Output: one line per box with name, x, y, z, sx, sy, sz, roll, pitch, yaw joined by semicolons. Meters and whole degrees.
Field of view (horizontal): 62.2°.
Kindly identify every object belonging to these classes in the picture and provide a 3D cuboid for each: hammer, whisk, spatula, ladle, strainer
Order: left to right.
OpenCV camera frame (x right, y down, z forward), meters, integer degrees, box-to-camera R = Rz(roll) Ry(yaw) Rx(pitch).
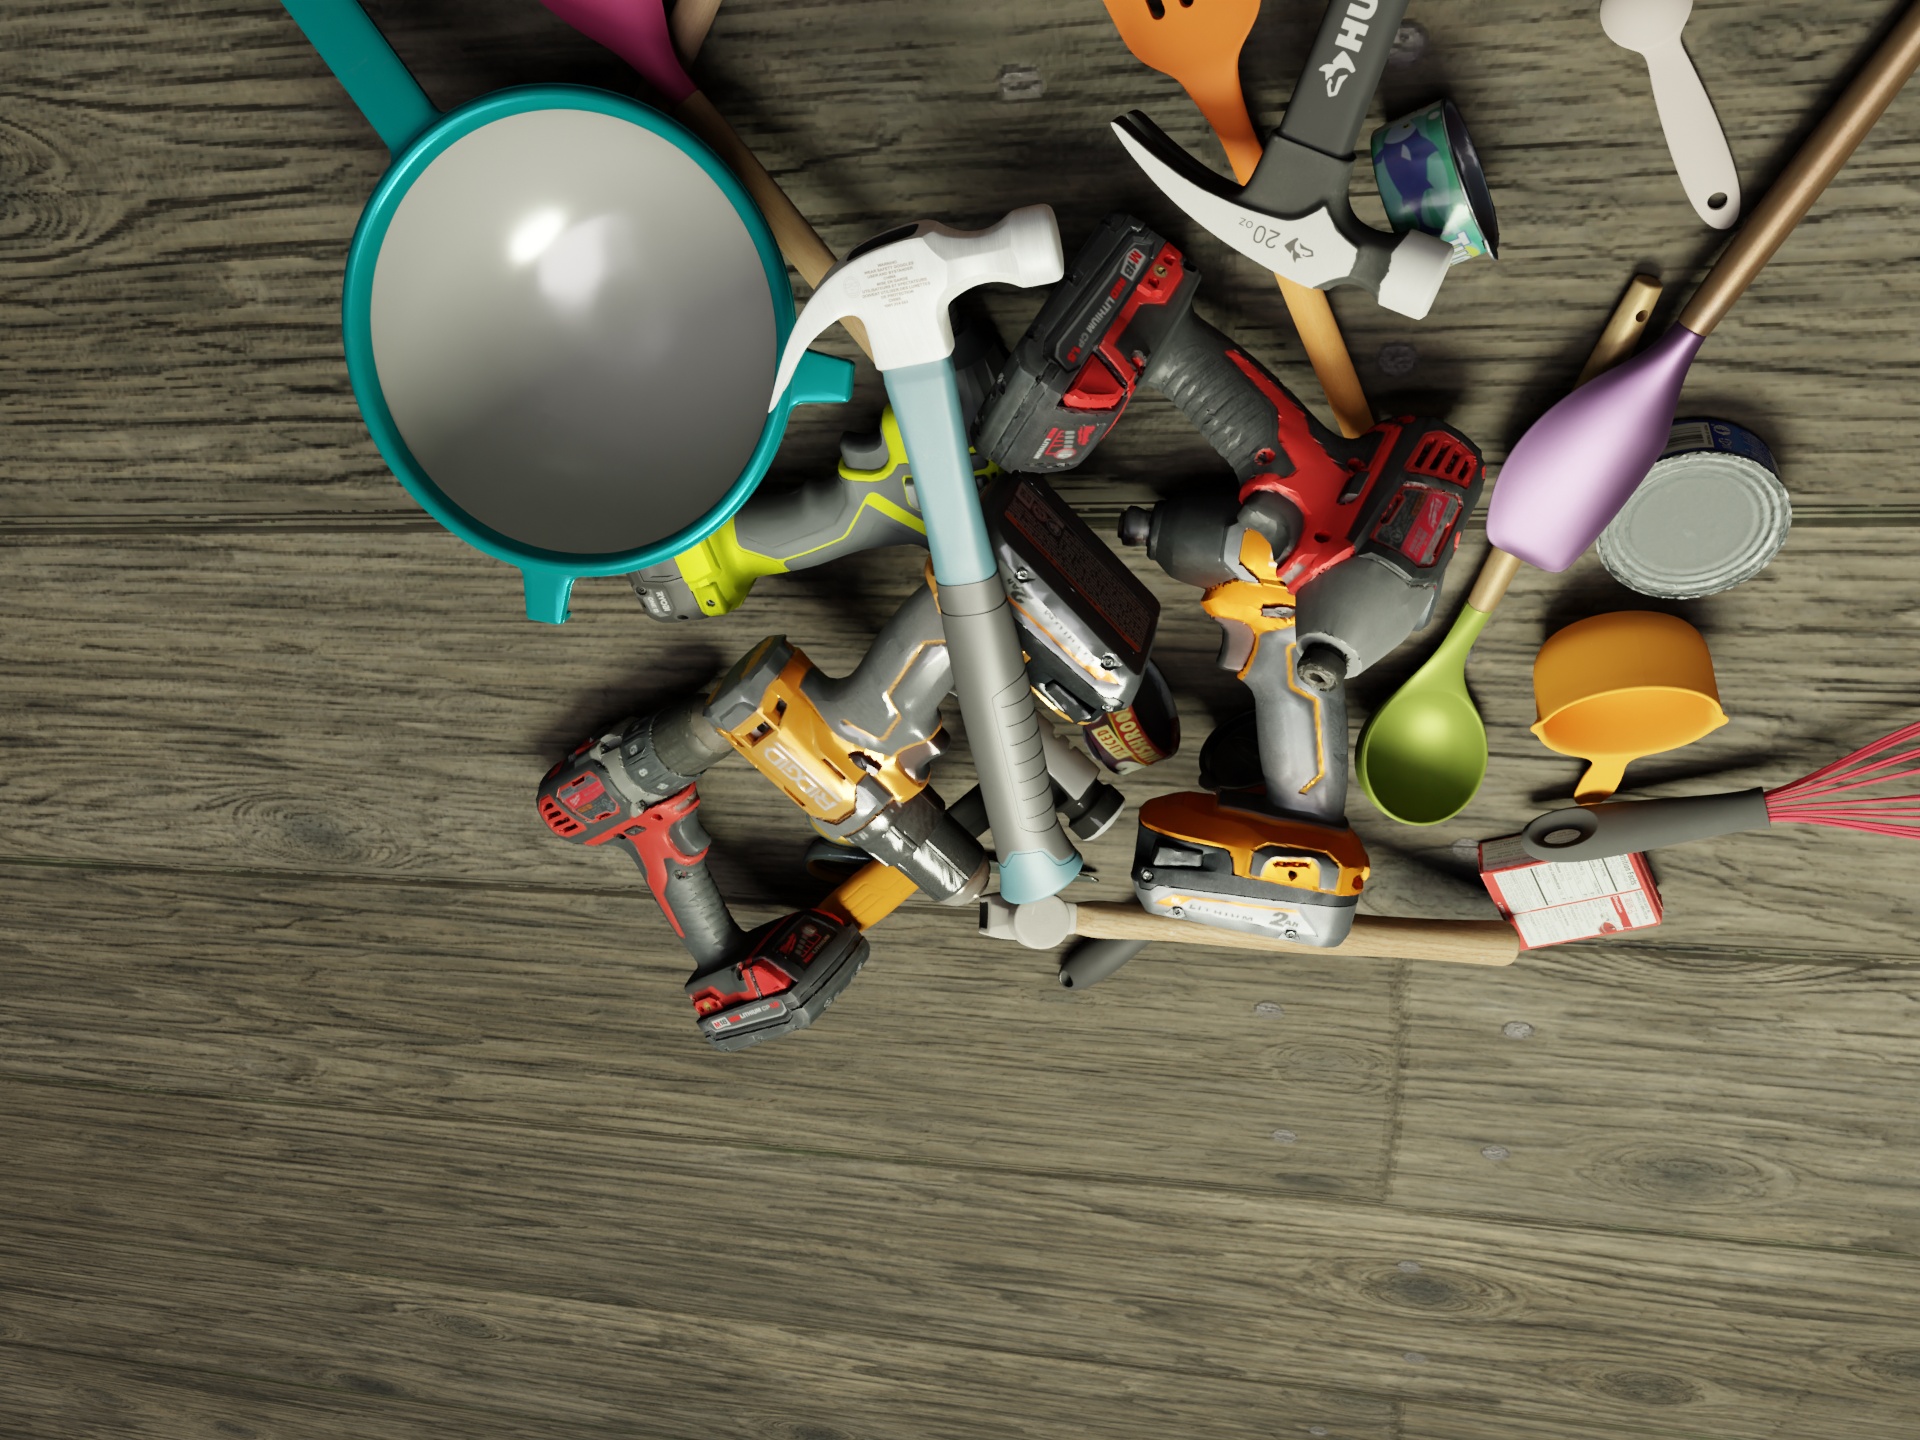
strainer;-0.204;-0.229;0.731;0.211;0.095;0.340;-35;95;17
hammer;-0.034;0.082;1.001;0.127;0.034;0.336;44;140;-2
hammer;0.007;-0.053;0.704;0.128;0.033;0.330;-6;122;12
whisk;0.129;0.124;1.038;0.055;0.055;0.239;29;138;-13
hammer;0.171;0.121;0.927;0.331;0.031;0.130;5;175;-14
spatula;0.142;-0.228;0.713;0.081;0.041;0.322;-13;132;27
hammer;0.166;-0.323;0.566;0.146;0.035;0.334;25;125;10
ladle;0.278;-0.071;0.802;0.078;0.062;0.320;1;134;-15
spatula;0.326;-0.191;0.678;0.060;0.018;0.315;26;128;-3
whisk;0.455;0.043;0.856;0.296;0.073;0.073;-12;129;27

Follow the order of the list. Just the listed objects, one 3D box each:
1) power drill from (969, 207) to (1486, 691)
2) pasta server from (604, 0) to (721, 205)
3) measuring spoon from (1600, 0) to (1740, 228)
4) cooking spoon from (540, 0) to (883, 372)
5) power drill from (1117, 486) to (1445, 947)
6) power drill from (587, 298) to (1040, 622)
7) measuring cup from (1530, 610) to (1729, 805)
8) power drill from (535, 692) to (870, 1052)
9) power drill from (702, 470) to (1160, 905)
power drill;0.123;-0.116;0.722;0.219;0.143;0.078;33;156;-3
pasta server;-0.111;-0.319;0.684;0.060;0.040;0.316;37;133;-6
measuring spoon;0.296;-0.250;0.651;0.034;0.018;0.124;-20;126;30
cooking spoon;-0.105;-0.255;0.709;0.069;0.017;0.318;-25;113;42
power drill;0.150;-0.010;0.828;0.164;0.084;0.226;11;104;9
power drill;-0.072;-0.131;0.829;0.223;0.080;0.171;-5;131;15
measuring cup;0.350;-0.004;0.859;0.095;0.052;0.173;-3;157;11
power drill;-0.157;0.092;1.025;0.188;0.080;0.226;-26;103;41
power drill;-0.001;-0.003;0.822;0.185;0.084;0.226;44;126;-16
